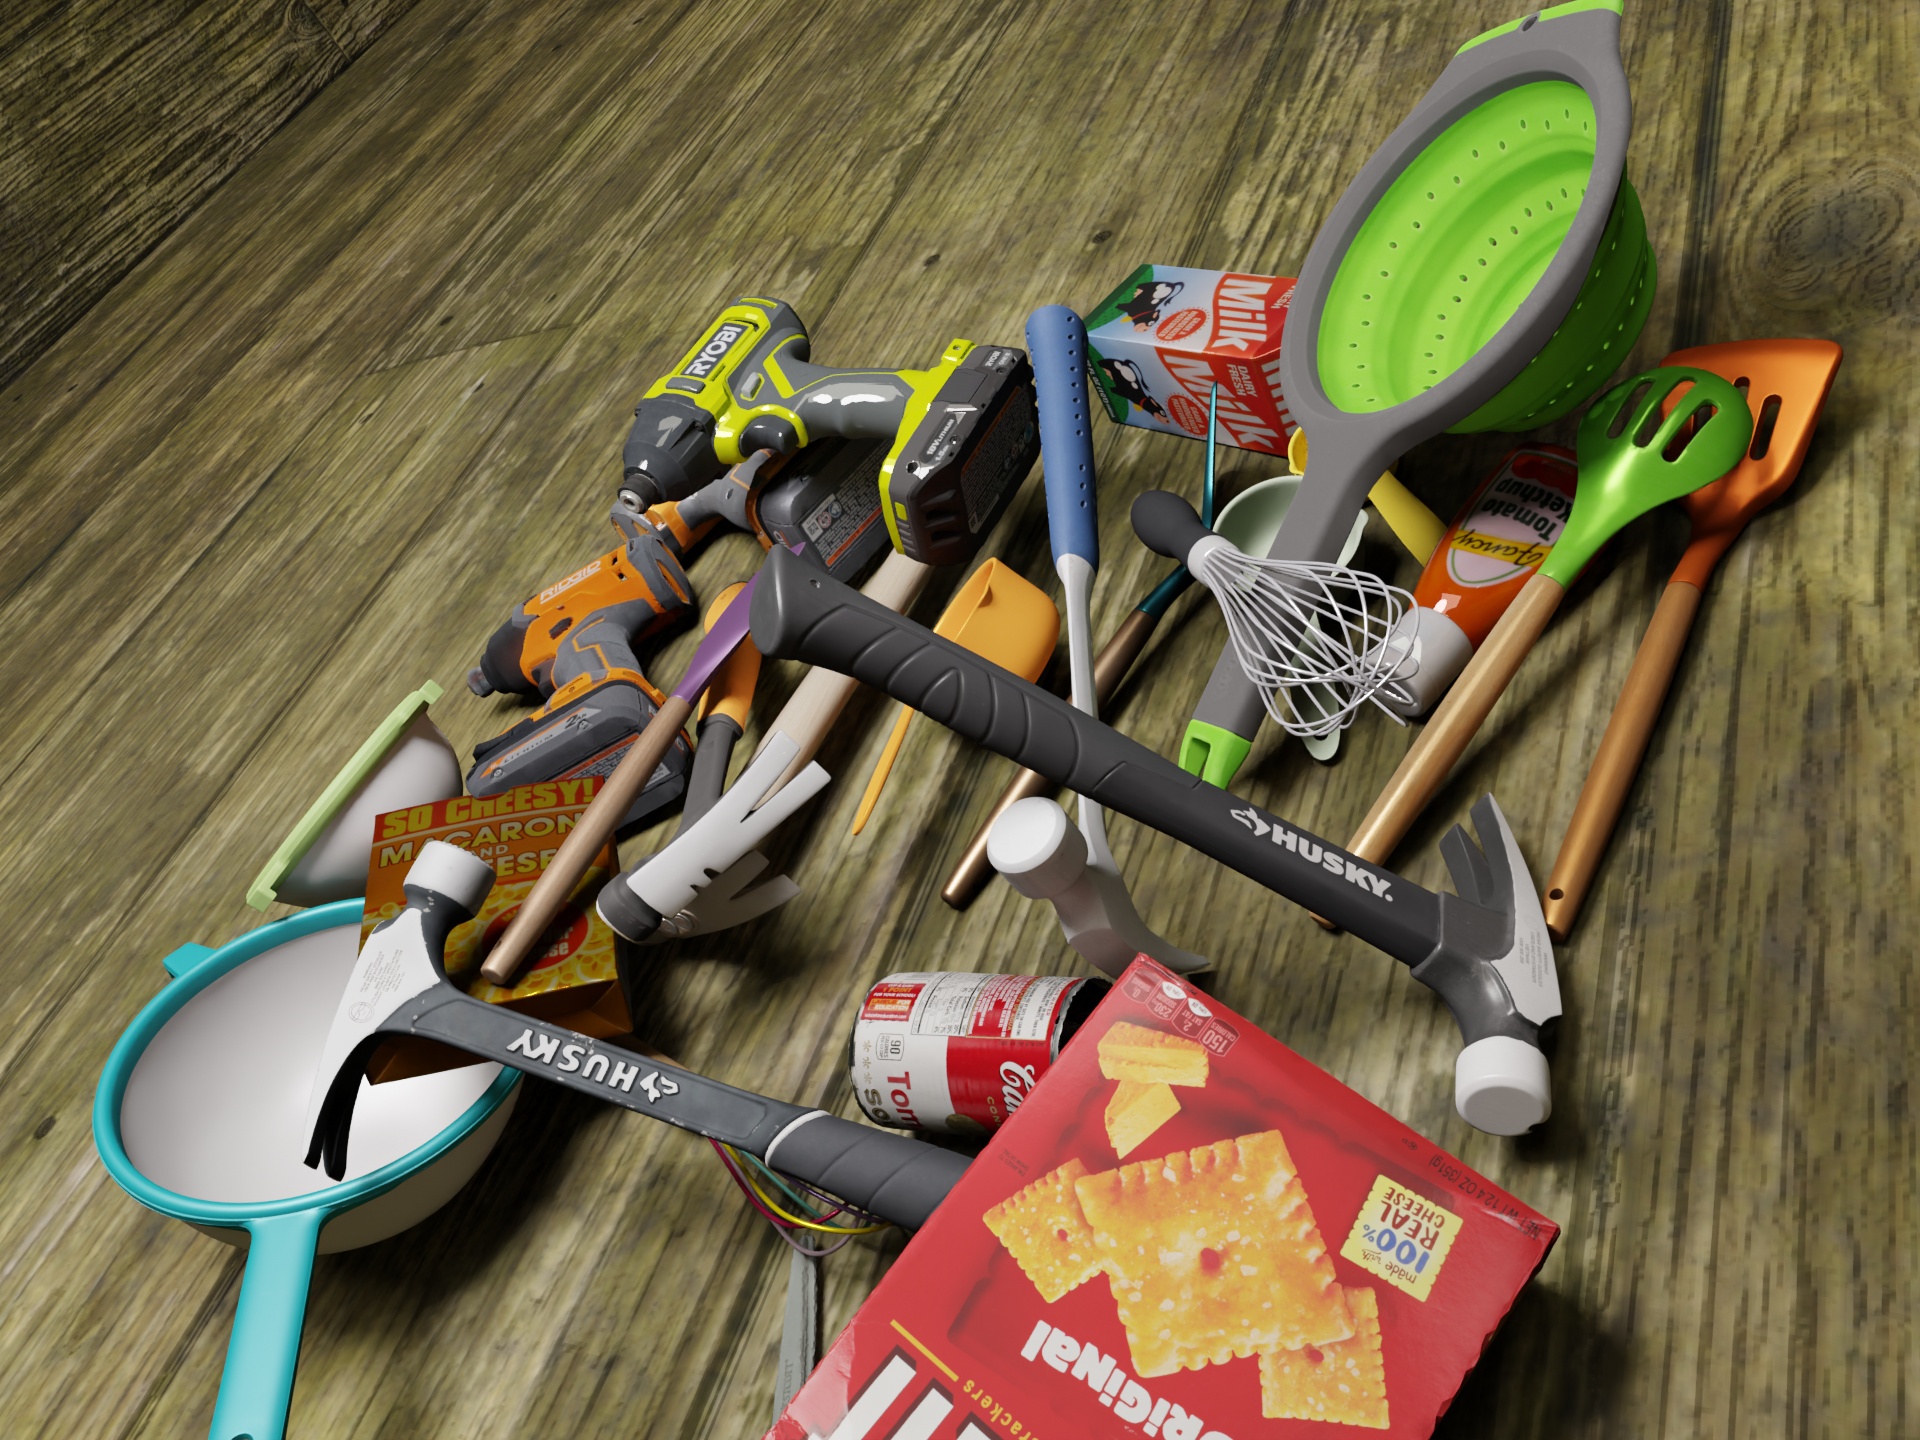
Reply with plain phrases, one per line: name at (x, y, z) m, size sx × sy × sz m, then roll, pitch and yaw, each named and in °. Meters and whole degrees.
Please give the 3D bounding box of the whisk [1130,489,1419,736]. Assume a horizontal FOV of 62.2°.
whisk at (0.123, -0.059, 0.694) m, size 0.070 × 0.070 × 0.285 m, roll -31°, pitch 23°, yaw 2°

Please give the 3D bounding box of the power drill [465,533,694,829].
power drill at (-0.247, -0.015, 1.003) m, size 0.164 × 0.084 × 0.227 m, roll -28°, pitch 35°, yaw 9°

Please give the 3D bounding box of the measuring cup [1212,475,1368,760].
measuring cup at (0.171, -0.046, 0.791) m, size 0.083 × 0.038 × 0.168 m, roll -12°, pitch 57°, yaw 15°

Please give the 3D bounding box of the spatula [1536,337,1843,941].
spatula at (0.303, -0.044, 0.687) m, size 0.081 × 0.041 × 0.323 m, roll 6°, pitch 54°, yaw 41°

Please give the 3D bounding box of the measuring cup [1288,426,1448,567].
measuring cup at (0.226, -0.108, 0.828) m, size 0.062 × 0.029 × 0.157 m, roll -29°, pitch 50°, yaw 2°

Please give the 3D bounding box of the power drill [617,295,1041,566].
power drill at (-0.080, -0.167, 0.930) m, size 0.223 × 0.080 × 0.171 m, roll 15°, pitch 55°, yaw 24°

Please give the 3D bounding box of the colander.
colander at (0.218, -0.129, 0.744) m, size 0.397 × 0.094 × 0.205 m, roll -65°, pitch 24°, yaw 0°

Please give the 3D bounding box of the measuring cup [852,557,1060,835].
measuring cup at (-0.001, -0.003, 0.824) m, size 0.095 × 0.052 × 0.174 m, roll -39°, pitch 23°, yaw 60°

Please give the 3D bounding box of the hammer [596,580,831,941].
hammer at (-0.126, -0.010, 0.878) m, size 0.127 × 0.034 × 0.337 m, roll -41°, pitch 21°, yaw 14°

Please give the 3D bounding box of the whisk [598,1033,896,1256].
whisk at (-0.113, 0.181, 0.725) m, size 0.047 × 0.051 × 0.245 m, roll -35°, pitch 30°, yaw -30°

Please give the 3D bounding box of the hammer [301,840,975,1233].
hammer at (-0.085, 0.166, 0.636) m, size 0.409 × 0.036 × 0.149 m, roll 14°, pitch 64°, yaw 20°

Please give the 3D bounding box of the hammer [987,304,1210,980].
hammer at (0.058, -0.059, 0.761) m, size 0.035 × 0.143 × 0.406 m, roll -21°, pitch 45°, yaw 22°

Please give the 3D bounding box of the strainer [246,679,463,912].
strainer at (-0.353, 0.068, 0.963) m, size 0.151 × 0.069 × 0.256 m, roll -56°, pitch 13°, yaw -19°

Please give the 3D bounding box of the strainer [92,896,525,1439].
strainer at (-0.294, 0.226, 0.744) m, size 0.211 × 0.095 × 0.341 m, roll -9°, pitch 36°, yaw -6°

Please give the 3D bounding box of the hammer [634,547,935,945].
hammer at (-0.052, -0.048, 0.907) m, size 0.146 × 0.038 × 0.411 m, roll -21°, pitch 32°, yaw 49°

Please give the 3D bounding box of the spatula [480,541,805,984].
spatula at (-0.159, 0.010, 0.828) m, size 0.060 × 0.018 × 0.316 m, roll -23°, pitch 29°, yaw 42°

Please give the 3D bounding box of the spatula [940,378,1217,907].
spatula at (0.073, -0.038, 0.832) m, size 0.044 × 0.082 × 0.317 m, roll 29°, pitch 70°, yaw 19°

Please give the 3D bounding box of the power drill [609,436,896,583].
power drill at (-0.119, -0.176, 1.088) m, size 0.226 × 0.084 × 0.185 m, roll 14°, pitch 55°, yaw 48°

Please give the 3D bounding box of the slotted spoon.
slotted spoon at (0.245, -0.039, 0.695) m, size 0.070 × 0.031 × 0.314 m, roll 32°, pitch 81°, yaw 32°

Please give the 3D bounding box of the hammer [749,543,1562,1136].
hammer at (0.073, 0.023, 0.596) m, size 0.035 × 0.334 × 0.146 m, roll -59°, pitch 6°, yaw 40°
